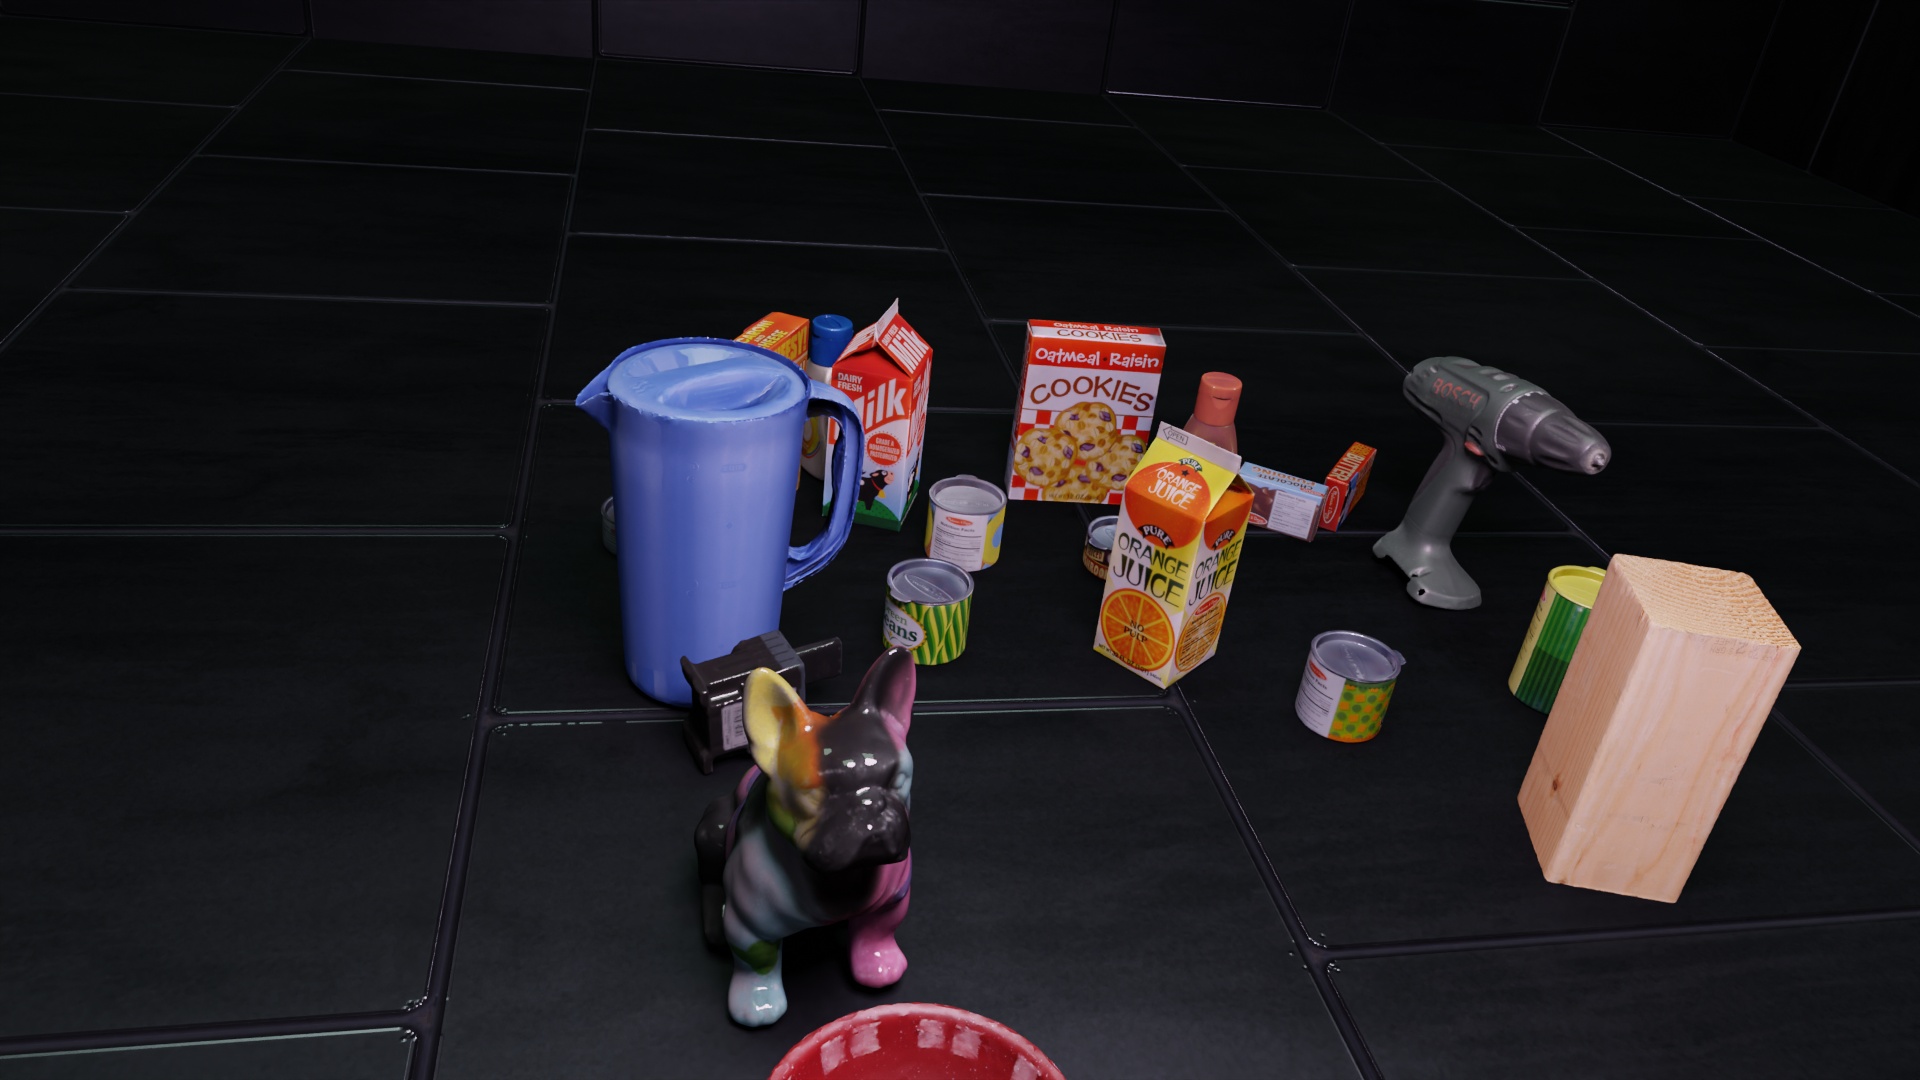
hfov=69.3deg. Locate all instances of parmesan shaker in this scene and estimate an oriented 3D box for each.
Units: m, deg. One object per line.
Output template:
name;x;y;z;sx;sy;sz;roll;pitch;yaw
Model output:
parmesan shaker;0.481;0.079;1.091;0.071;0.102;0.071;6;30;-3

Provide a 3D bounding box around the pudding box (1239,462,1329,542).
pudding box;0.297;-0.037;1.301;0.084;0.049;0.030;18;32;17

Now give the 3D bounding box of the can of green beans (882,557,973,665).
can of green beans;-0.026;0.054;1.067;0.071;0.057;0.071;6;30;-3

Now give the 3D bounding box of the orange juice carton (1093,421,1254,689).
orange juice carton;0.164;0.008;1.055;0.072;0.191;0.073;28;36;32

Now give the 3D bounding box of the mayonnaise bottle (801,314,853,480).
mayonnaise bottle;-0.123;-0.132;1.275;0.041;0.147;0.065;-12;35;-30

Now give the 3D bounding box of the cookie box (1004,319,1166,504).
cookie box;0.113;-0.117;1.281;0.123;0.166;0.040;3;30;-8

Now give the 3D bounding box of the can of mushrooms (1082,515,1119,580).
can of mushrooms;0.139;0.008;1.206;0.071;0.033;0.071;6;30;-3

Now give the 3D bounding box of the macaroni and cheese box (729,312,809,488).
macaroni and cheese box;-0.176;-0.096;1.183;0.040;0.165;0.124;15;31;13

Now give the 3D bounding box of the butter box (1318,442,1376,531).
butter box;0.372;-0.053;1.342;0.024;0.052;0.104;21;33;22

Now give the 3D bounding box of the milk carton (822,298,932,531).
milk carton;-0.071;-0.111;1.208;0.073;0.189;0.073;12;30;7

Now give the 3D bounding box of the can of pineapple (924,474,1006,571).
can of pineapple;0.004;-0.015;1.192;0.071;0.057;0.071;6;30;-3

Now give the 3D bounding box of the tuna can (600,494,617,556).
tuna can;-0.263;-0.014;1.156;0.071;0.032;0.071;6;30;-3

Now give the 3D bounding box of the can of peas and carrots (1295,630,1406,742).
can of peas and carrots;0.292;0.109;1.042;0.071;0.058;0.071;6;30;-3

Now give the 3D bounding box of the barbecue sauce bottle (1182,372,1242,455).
barbecue sauce bottle;0.222;-0.078;1.258;0.065;0.147;0.044;7;30;-1
